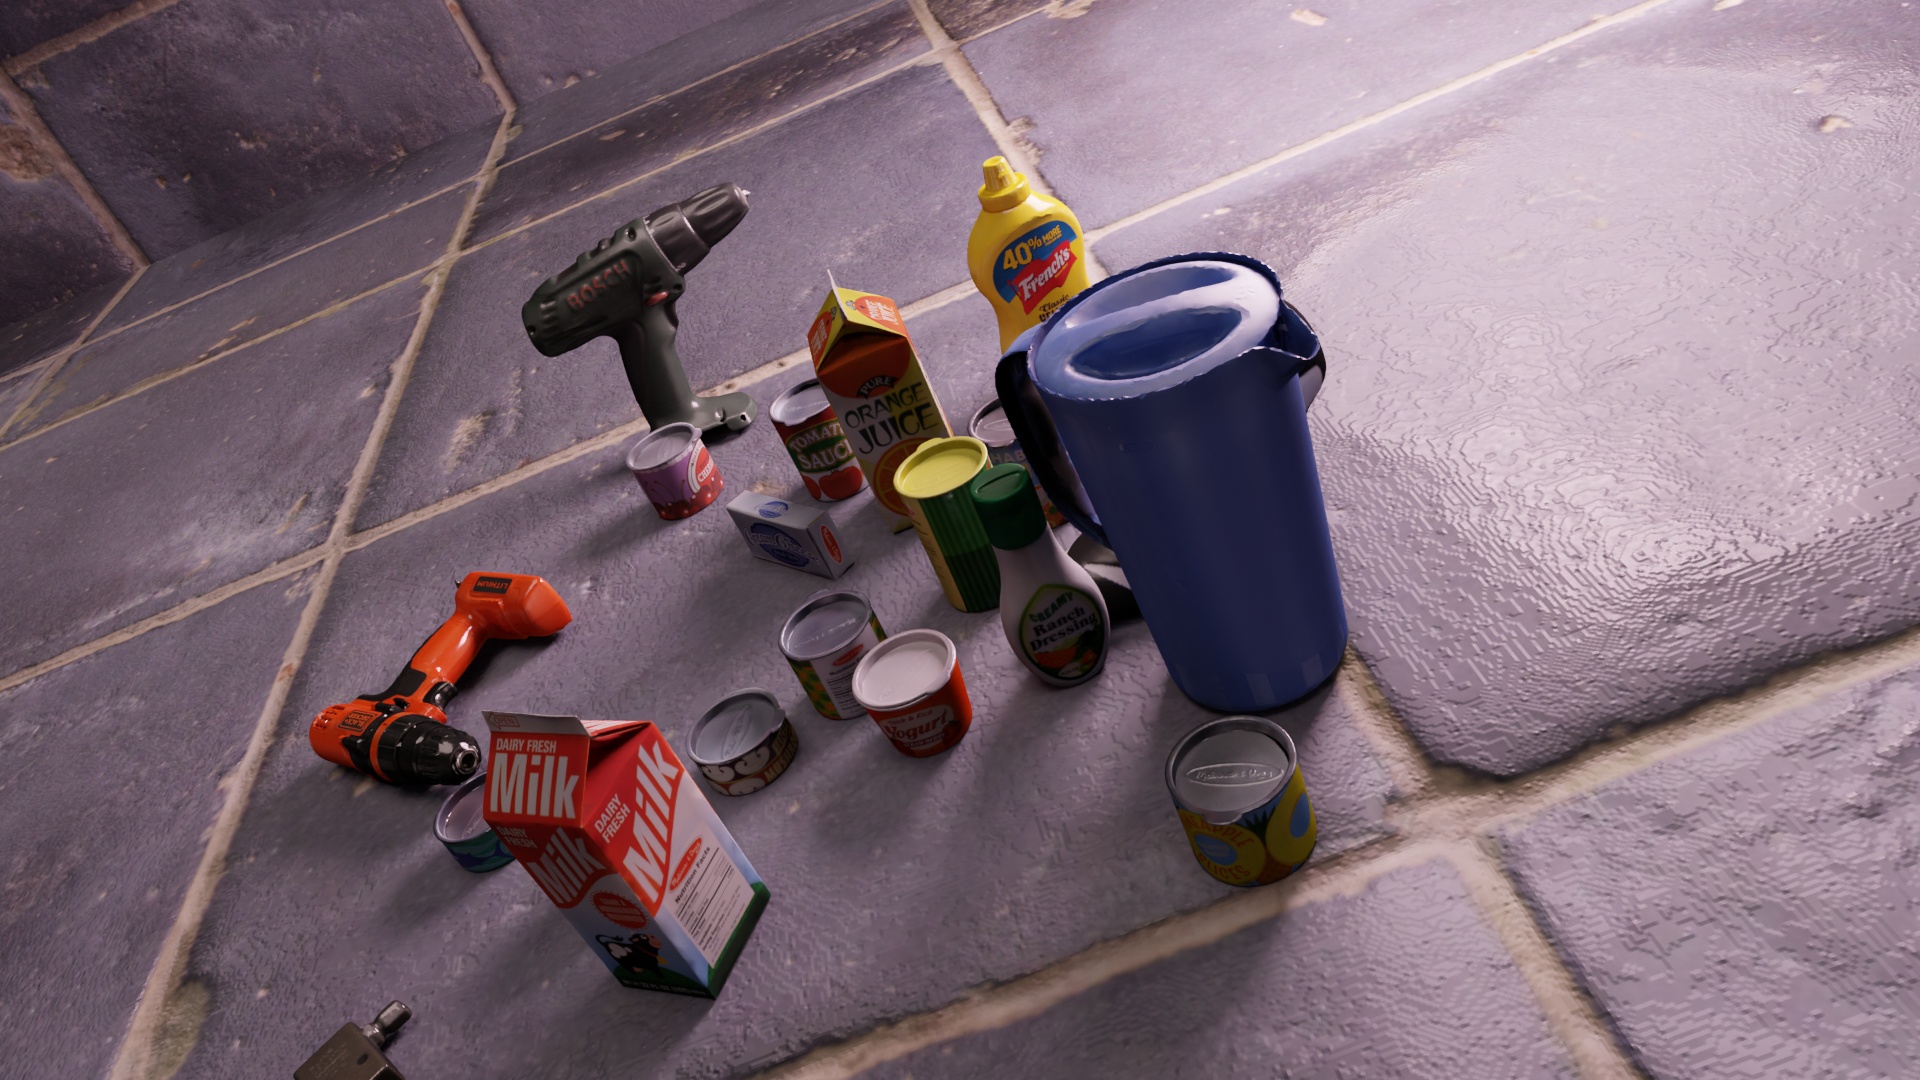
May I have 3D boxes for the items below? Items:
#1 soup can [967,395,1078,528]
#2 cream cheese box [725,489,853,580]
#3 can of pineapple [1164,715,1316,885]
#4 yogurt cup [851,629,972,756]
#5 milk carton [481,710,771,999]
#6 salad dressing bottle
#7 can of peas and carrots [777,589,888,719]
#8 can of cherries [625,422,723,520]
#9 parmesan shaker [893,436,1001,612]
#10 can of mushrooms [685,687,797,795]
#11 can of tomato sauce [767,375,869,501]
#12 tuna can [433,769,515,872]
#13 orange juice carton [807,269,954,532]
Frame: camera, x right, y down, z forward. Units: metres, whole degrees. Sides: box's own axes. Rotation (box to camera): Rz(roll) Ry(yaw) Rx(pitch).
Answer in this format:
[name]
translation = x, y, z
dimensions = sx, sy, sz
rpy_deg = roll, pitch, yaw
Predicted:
[soup can]
translation = 0.049, -0.056, 0.997
dimensions = 0.071, 0.083, 0.072
rpy_deg = -16, 34, 12
[cream cheese box]
translation = -0.132, -0.005, 1.065
dimensions = 0.104, 0.053, 0.024
rpy_deg = 14, 49, 43
[can of pineapple]
translation = 0.142, 0.133, 0.704
dimensions = 0.071, 0.057, 0.071
rpy_deg = -16, 34, 12
[yogurt cup]
translation = -0.027, 0.097, 0.861
dimensions = 0.072, 0.053, 0.073
rpy_deg = -16, 34, 12
[milk carton]
translation = -0.185, 0.159, 0.750
dimensions = 0.072, 0.189, 0.074
rpy_deg = -3, 39, 29
[salad dressing bottle]
translation = 0.046, 0.022, 0.835
dimensions = 0.064, 0.147, 0.044
rpy_deg = -25, 33, -1
[can of peas and carrots]
translation = -0.080, 0.074, 0.920
dimensions = 0.071, 0.058, 0.071
rpy_deg = -16, 34, 12
[can of cherries]
translation = -0.245, -0.060, 1.206
dimensions = 0.071, 0.058, 0.072
rpy_deg = -16, 34, 12
[parmesan shaker]
translation = 0.003, -0.012, 0.947
dimensions = 0.071, 0.102, 0.072
rpy_deg = -16, 34, 12
[can of mushrooms]
translation = -0.140, 0.131, 0.902
dimensions = 0.071, 0.033, 0.071
rpy_deg = -16, 34, 12
[can of tomato sauce]
translation = -0.109, -0.082, 1.131
dimensions = 0.071, 0.082, 0.071
rpy_deg = -16, 34, 12
[tuna can]
translation = -0.313, 0.187, 0.932
dimensions = 0.071, 0.032, 0.071
rpy_deg = -16, 34, 12
[orange juice carton]
translation = -0.058, -0.108, 1.036
dimensions = 0.073, 0.191, 0.072
rpy_deg = -23, 34, 3
